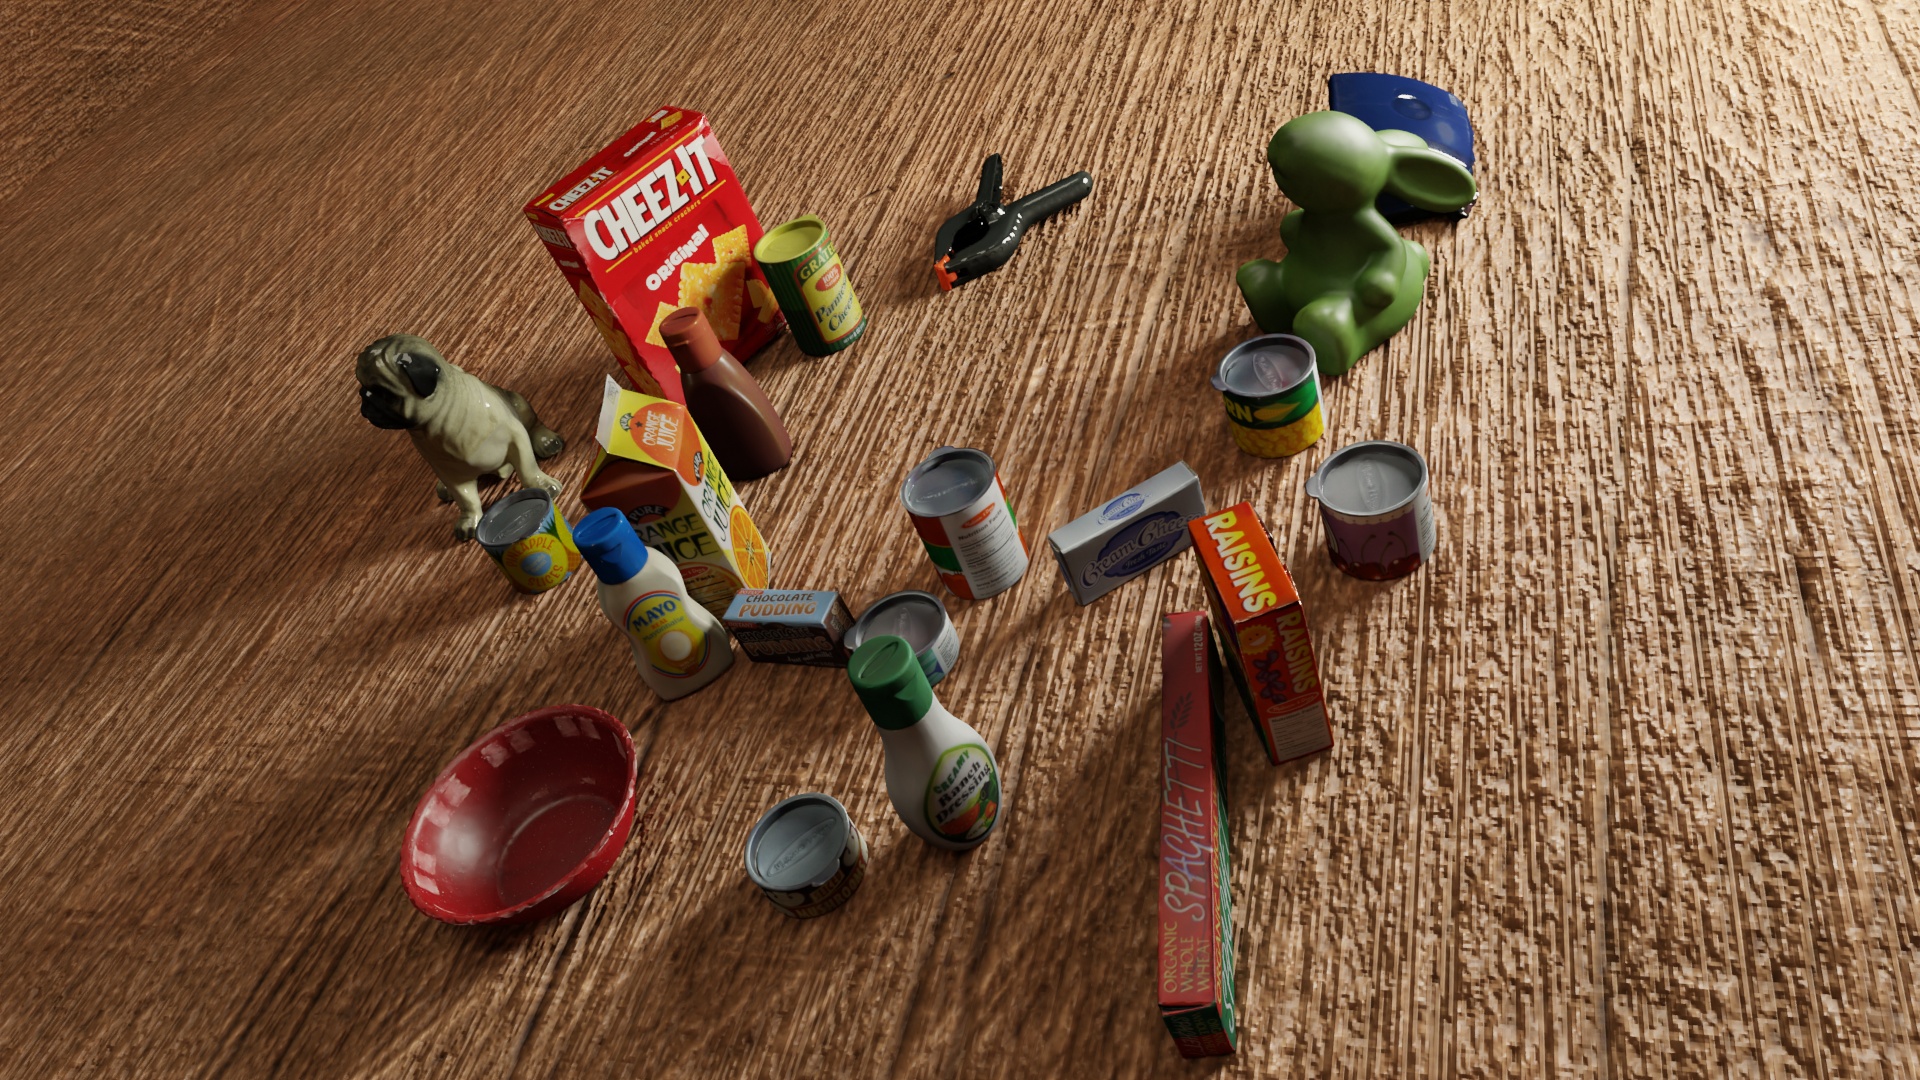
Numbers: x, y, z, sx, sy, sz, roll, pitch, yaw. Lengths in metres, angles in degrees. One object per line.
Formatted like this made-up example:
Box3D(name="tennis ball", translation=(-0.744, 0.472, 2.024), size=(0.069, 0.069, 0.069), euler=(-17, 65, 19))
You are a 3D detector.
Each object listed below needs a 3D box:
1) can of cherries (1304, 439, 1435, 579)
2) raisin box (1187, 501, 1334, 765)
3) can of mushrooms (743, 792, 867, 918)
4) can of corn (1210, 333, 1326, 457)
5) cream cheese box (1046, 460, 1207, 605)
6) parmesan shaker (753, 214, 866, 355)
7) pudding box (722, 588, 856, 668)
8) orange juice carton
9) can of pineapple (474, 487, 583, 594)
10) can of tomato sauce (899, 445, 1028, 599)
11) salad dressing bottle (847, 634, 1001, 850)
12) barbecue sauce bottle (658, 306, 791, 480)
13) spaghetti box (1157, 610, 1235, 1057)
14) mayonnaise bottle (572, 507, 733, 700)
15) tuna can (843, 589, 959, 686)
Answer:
Box3D(name="can of cherries", translation=(0.251, -0.018, 0.849), size=(0.071, 0.058, 0.072), euler=(-14, 41, 12))
Box3D(name="raisin box", translation=(0.166, 0.052, 0.764), size=(0.040, 0.123, 0.086), euler=(-20, 40, 5))
Box3D(name="can of mushrooms", translation=(-0.089, 0.185, 0.811), size=(0.071, 0.033, 0.071), euler=(-13, 41, 12))
Box3D(name="can of corn", translation=(0.212, -0.098, 0.954), size=(0.071, 0.058, 0.071), euler=(-14, 41, 12))
Box3D(name="cream cheese box", translation=(0.111, -0.004, 0.904), size=(0.104, 0.053, 0.024), euler=(-29, 40, -6))
Box3D(name="parmesan shaker", translation=(-0.129, -0.223, 1.218), size=(0.071, 0.102, 0.072), euler=(-14, 41, 12))
Box3D(name="pudding box", translation=(-0.114, 0.059, 0.947), size=(0.083, 0.049, 0.030), euler=(1, 46, 27))
Box3D(name="orange juice carton", translation=(-0.204, -0.023, 0.968), size=(0.073, 0.191, 0.072), euler=(-16, 41, 10))
Box3D(name="can of pineapple", translation=(-0.344, 0.002, 1.113), size=(0.071, 0.057, 0.071), euler=(-14, 41, 12))
Box3D(name="can of tomato sauce", translation=(0.003, -0.012, 0.942), size=(0.071, 0.082, 0.071), euler=(-14, 41, 12))
Box3D(name="salad dressing bottle", translation=(-0.020, 0.113, 0.768), size=(0.064, 0.147, 0.044), euler=(-44, 44, -21))
Box3D(name="barbecue sauce bottle", translation=(-0.189, -0.115, 1.095), size=(0.065, 0.148, 0.044), euler=(-12, 42, 14))
Box3D(name="spaghetti box", translation=(0.124, 0.145, 0.739), size=(0.028, 0.050, 0.251), euler=(-9, 42, 17))
Box3D(name="mayonnaise bottle", translation=(-0.210, 0.042, 0.936), size=(0.065, 0.147, 0.041), euler=(-31, 41, -8))
Box3D(name="tuna can", translation=(-0.038, 0.068, 0.914), size=(0.071, 0.032, 0.071), euler=(-13, 41, 12))
